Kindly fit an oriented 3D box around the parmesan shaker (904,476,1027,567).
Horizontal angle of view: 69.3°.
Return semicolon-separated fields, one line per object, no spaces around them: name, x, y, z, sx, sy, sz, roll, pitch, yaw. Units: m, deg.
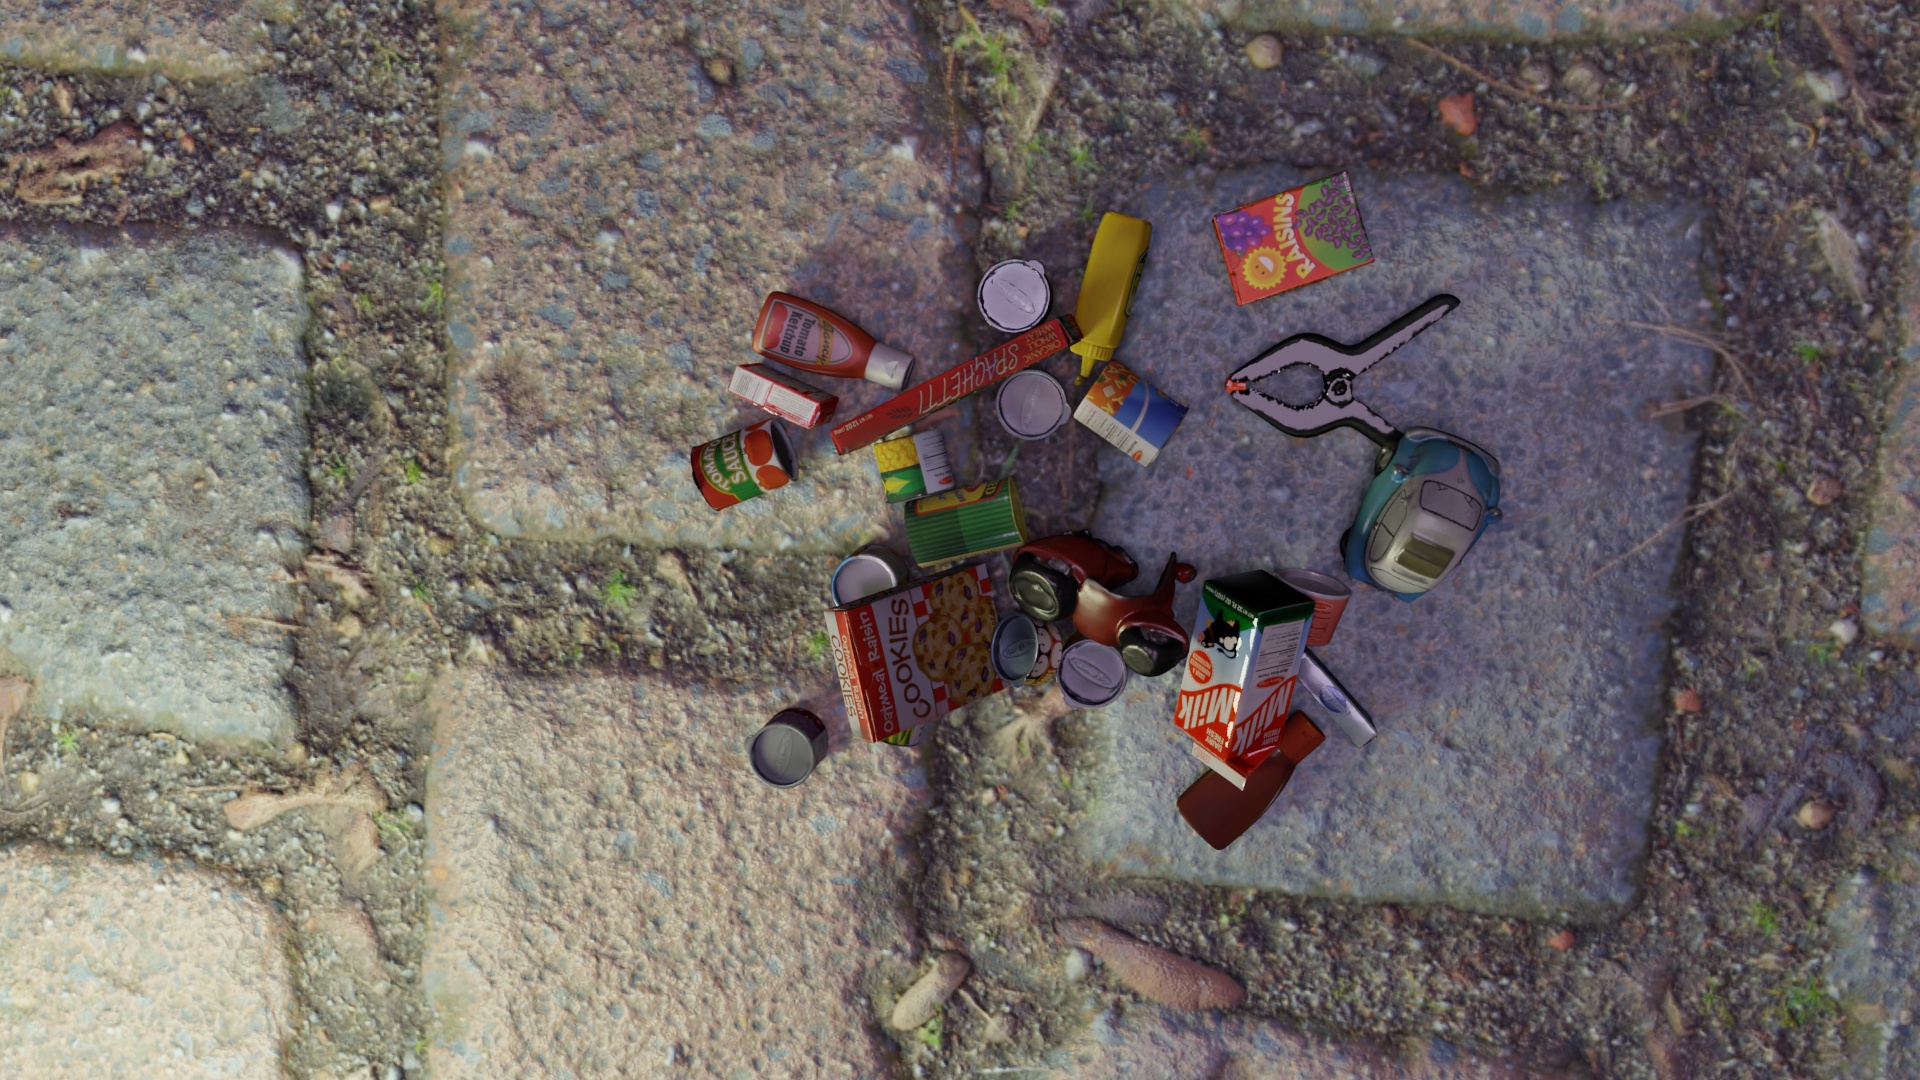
parmesan shaker;0.005;-0.016;1.298;0.103;0.071;0.071;-13;96;10

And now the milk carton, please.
milk carton;0.251;0.129;1.257;0.074;0.072;0.189;-8;117;-33

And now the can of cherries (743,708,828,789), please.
can of cherries;-0.170;0.201;1.358;0.071;0.058;0.071;1;99;8

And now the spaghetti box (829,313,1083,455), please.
spaghetti box;-0.005;-0.142;1.270;0.249;0.050;0.028;-24;94;22

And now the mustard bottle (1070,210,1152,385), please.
mustard bottle;0.132;-0.216;1.262;0.049;0.065;0.159;18;107;10

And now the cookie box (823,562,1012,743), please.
cookie box;-0.036;0.100;1.280;0.040;0.168;0.122;-5;100;52

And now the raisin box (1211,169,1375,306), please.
raisin box;0.296;-0.268;1.241;0.123;0.040;0.086;-17;96;11

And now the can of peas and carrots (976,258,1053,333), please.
can of peas and carrots;0.052;-0.225;1.271;0.071;0.059;0.071;1;97;7

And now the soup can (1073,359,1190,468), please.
soup can;0.157;-0.118;1.268;0.084;0.071;0.071;35;101;3

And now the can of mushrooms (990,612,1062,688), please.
can of mushrooms;0.061;0.103;1.289;0.071;0.033;0.071;-14;72;48

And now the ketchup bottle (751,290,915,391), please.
ketchup bottle;-0.118;-0.182;1.309;0.149;0.043;0.064;21;100;4

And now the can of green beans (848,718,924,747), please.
can of green beans;-0.063;0.158;1.333;0.071;0.071;0.057;20;100;5

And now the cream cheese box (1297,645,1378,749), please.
cream cheese box;0.340;0.140;1.281;0.024;0.053;0.104;-42;90;13

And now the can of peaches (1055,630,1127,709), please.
can of peaches;0.123;0.121;1.306;0.071;0.058;0.071;1;98;8

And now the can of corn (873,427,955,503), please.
can of corn;-0.046;-0.070;1.302;0.071;0.071;0.058;-13;95;10

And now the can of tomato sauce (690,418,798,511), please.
can of tomato sauce;-0.205;-0.073;1.321;0.083;0.071;0.071;-20;94;10

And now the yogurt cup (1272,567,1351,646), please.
yogurt cup;0.317;0.062;1.270;0.072;0.072;0.053;13;108;6

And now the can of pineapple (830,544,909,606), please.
can of pineapple;-0.087;0.042;1.326;0.071;0.058;0.071;1;98;8

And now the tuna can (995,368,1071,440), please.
tuna can;0.070;-0.126;1.294;0.071;0.033;0.071;1;98;8

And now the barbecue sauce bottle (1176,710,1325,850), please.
barbecue sauce bottle;0.276;0.221;1.306;0.148;0.044;0.065;-44;90;10
